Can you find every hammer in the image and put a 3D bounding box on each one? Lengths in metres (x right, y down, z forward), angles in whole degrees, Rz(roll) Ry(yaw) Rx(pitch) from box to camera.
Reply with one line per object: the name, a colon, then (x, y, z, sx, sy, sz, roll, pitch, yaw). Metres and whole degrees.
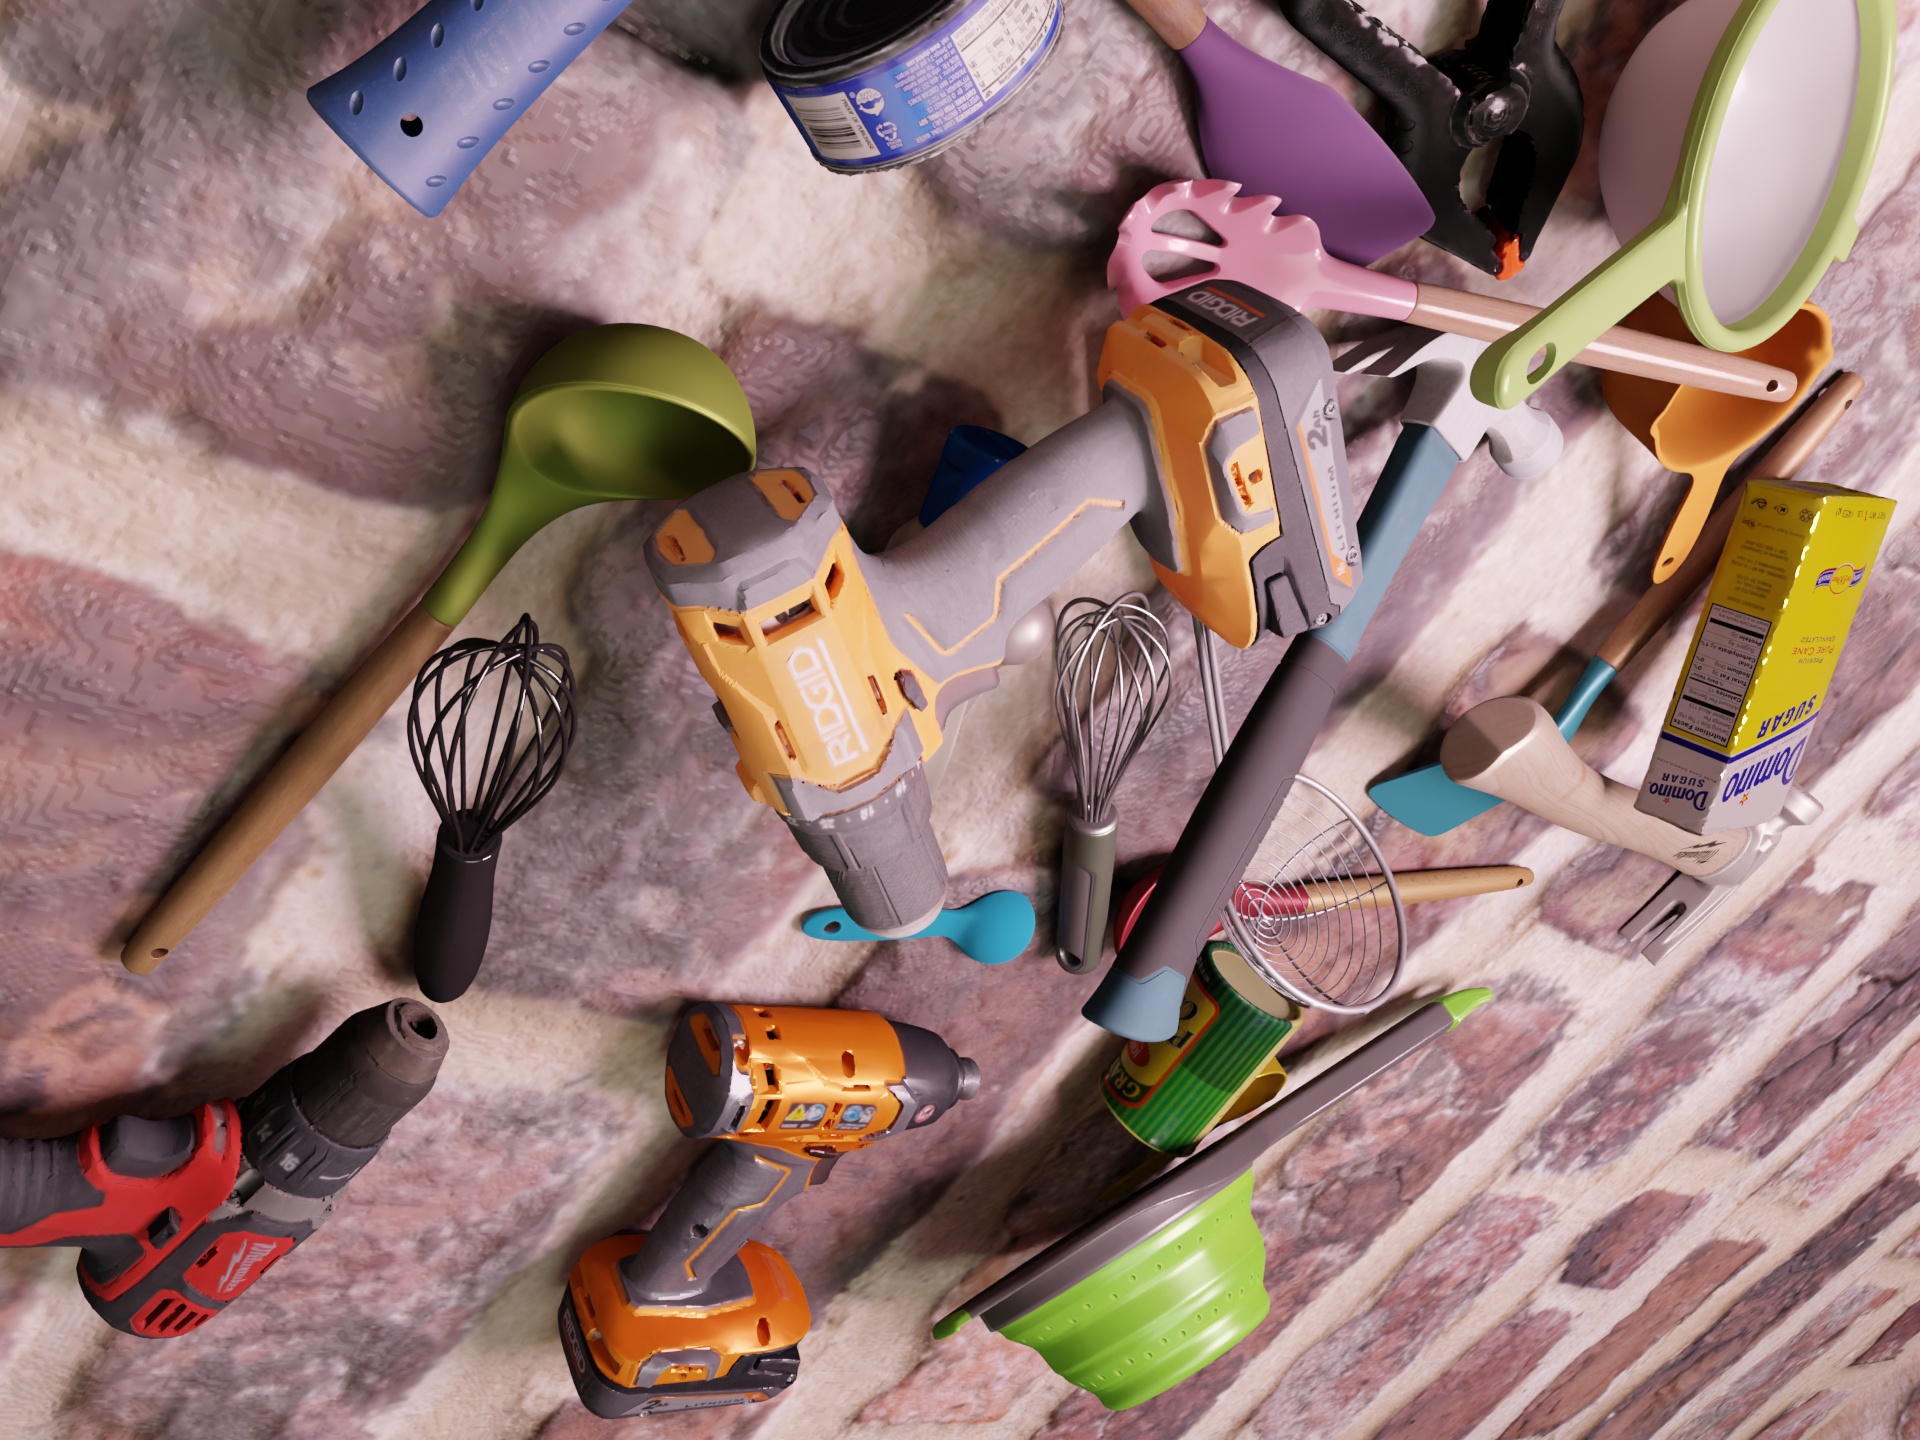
hammer: (0.144, -0.017, 0.655, 0.128, 0.033, 0.331, 35, 81, -39)
hammer: (-0.004, -0.282, 0.409, 0.405, 0.035, 0.143, -43, 129, 4)
hammer: (0.365, 0.060, 0.892, 0.410, 0.038, 0.146, 16, 118, -46)

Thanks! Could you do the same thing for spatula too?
spatula: (0.057, -0.238, 0.512, 0.060, 0.018, 0.315, -23, 142, 35)
spatula: (0.347, -0.056, 0.832, 0.082, 0.044, 0.317, 29, 104, -42)

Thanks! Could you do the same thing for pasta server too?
pasta server: (0.198, -0.154, 0.612, 0.316, 0.040, 0.060, 7, 118, -18)

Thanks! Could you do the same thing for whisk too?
whisk: (-0.175, 0.045, 0.569, 0.055, 0.055, 0.238, -4, 147, -26)
whisk: (0.061, 0.039, 0.734, 0.059, 0.058, 0.246, -42, 148, -35)

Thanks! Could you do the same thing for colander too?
colander: (0.176, 0.285, 0.926, 0.397, 0.094, 0.204, -27, 163, -17)

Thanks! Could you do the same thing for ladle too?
ladle: (0.207, 0.096, 0.877, 0.315, 0.031, 0.069, -1, 119, -31)
ladle: (-0.191, -0.011, 0.543, 0.320, 0.062, 0.078, -45, 143, 14)

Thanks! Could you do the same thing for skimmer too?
skimmer: (0.141, -0.013, 0.702, 0.090, 0.127, 0.362, 4, 134, 24)

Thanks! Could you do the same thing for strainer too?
strainer: (0.255, -0.194, 0.599, 0.256, 0.069, 0.151, -38, 133, -21)

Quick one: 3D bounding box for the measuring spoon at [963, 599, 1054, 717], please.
measuring spoon: (-0.001, -0.002, 0.682, 0.034, 0.018, 0.124, 23, 114, -40)

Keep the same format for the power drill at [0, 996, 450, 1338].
power drill: (-0.322, 0.148, 0.581, 0.188, 0.080, 0.226, -41, 138, 15)

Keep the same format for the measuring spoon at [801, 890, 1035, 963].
measuring spoon: (-0.016, 0.103, 0.758, 0.128, 0.021, 0.042, 5, 124, -34)

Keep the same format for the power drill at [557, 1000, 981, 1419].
power drill: (-0.092, 0.237, 0.790, 0.164, 0.084, 0.226, 11, 117, -36)

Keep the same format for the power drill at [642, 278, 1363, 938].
power drill: (0.025, -0.031, 0.555, 0.226, 0.084, 0.185, -27, 128, -10)

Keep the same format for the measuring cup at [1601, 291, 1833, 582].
measuring cup: (0.335, -0.136, 0.740, 0.095, 0.052, 0.173, -22, 145, -9)

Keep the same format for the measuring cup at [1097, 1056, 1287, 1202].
measuring cup: (0.132, 0.244, 0.965, 0.062, 0.029, 0.156, 12, 132, -45)
